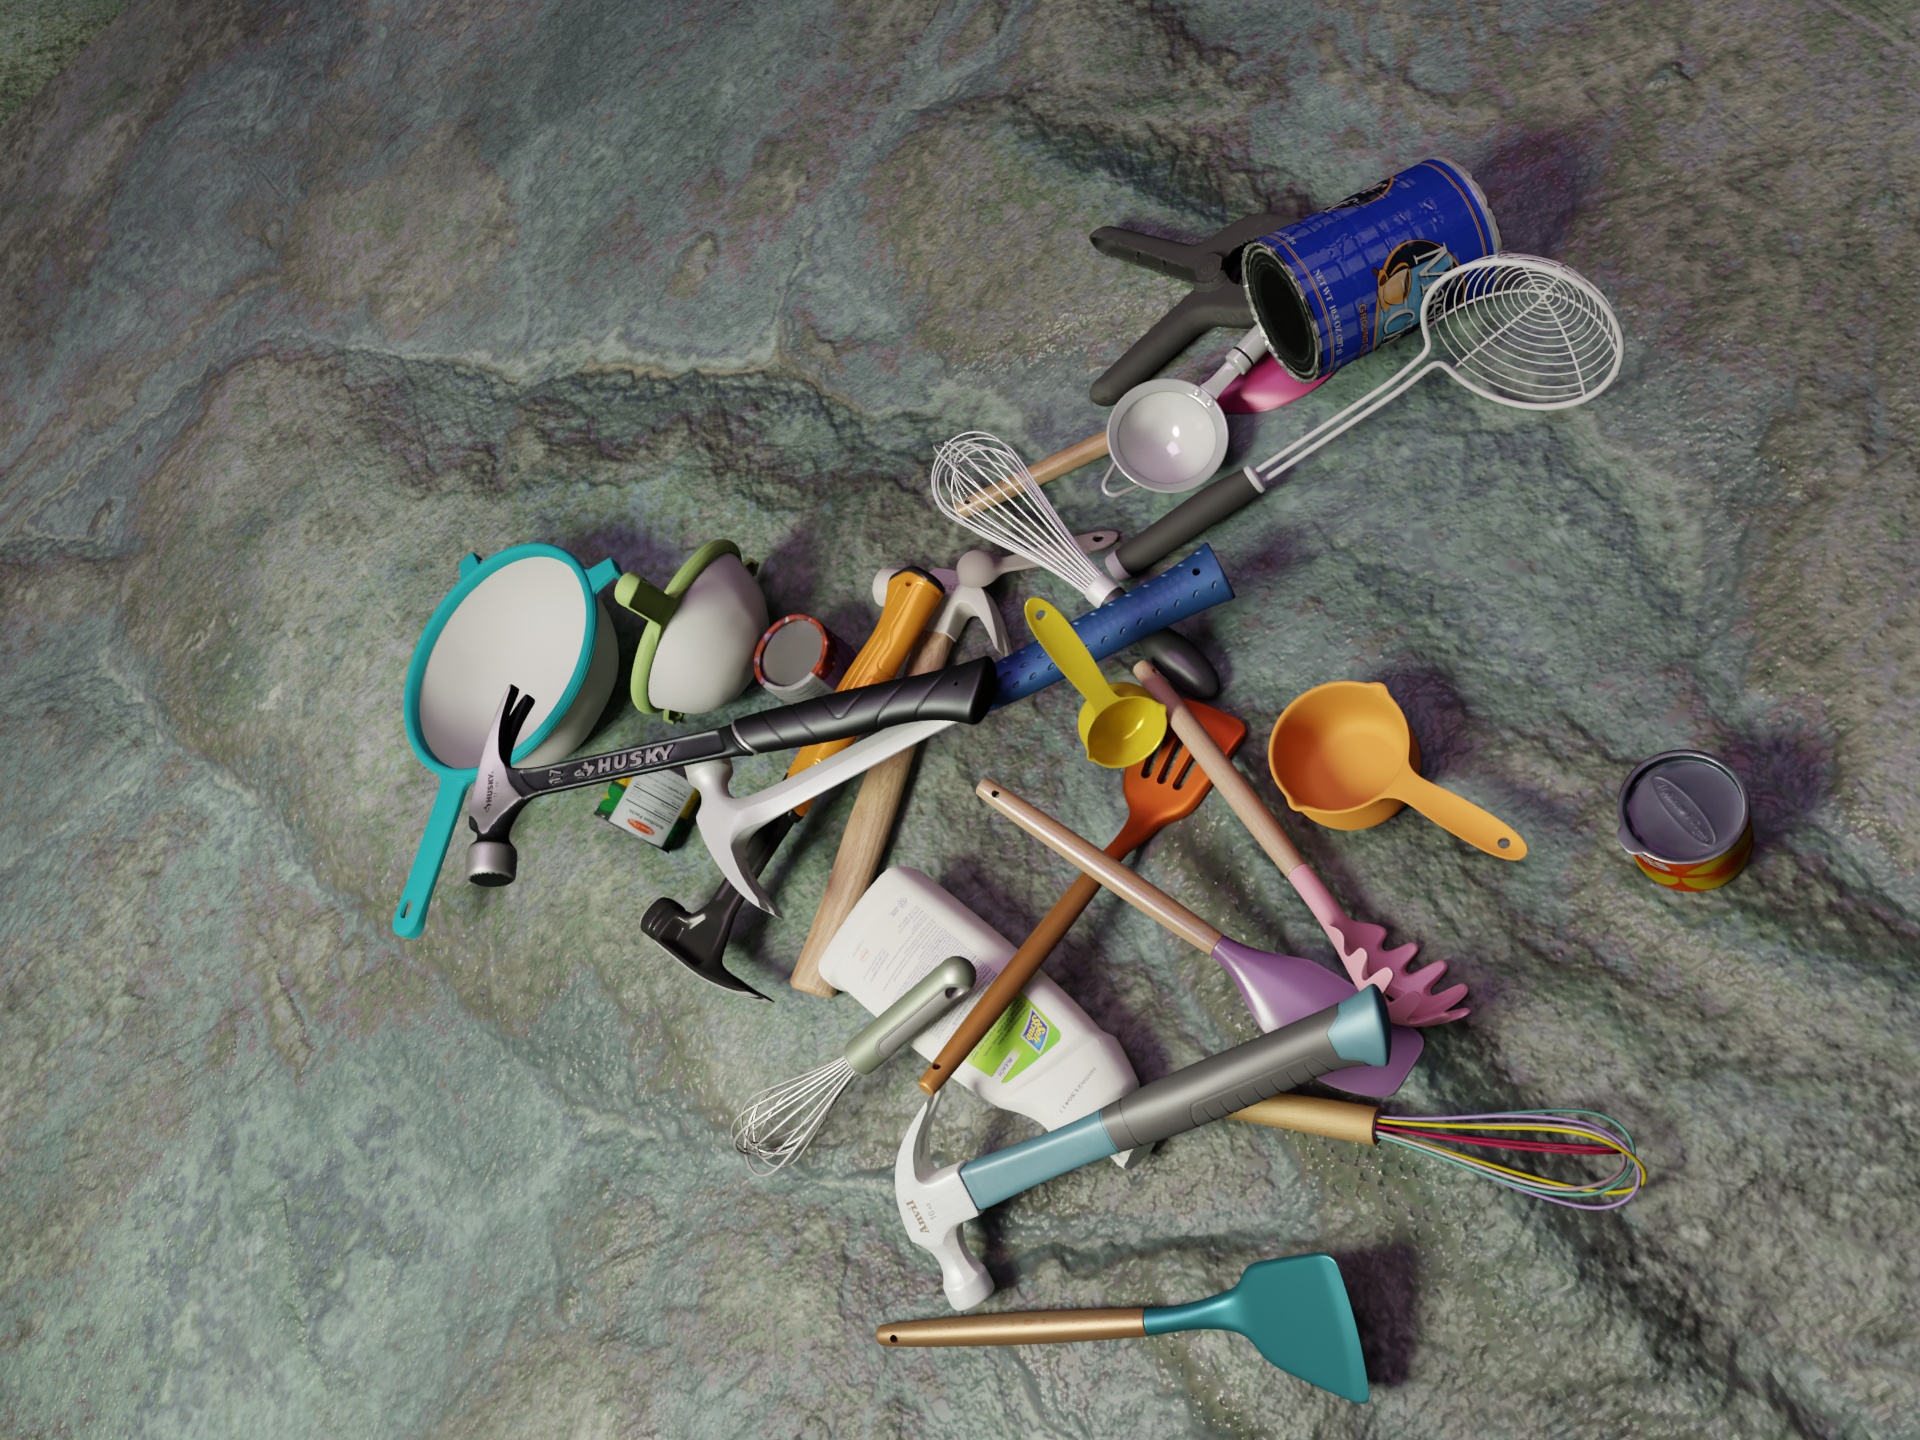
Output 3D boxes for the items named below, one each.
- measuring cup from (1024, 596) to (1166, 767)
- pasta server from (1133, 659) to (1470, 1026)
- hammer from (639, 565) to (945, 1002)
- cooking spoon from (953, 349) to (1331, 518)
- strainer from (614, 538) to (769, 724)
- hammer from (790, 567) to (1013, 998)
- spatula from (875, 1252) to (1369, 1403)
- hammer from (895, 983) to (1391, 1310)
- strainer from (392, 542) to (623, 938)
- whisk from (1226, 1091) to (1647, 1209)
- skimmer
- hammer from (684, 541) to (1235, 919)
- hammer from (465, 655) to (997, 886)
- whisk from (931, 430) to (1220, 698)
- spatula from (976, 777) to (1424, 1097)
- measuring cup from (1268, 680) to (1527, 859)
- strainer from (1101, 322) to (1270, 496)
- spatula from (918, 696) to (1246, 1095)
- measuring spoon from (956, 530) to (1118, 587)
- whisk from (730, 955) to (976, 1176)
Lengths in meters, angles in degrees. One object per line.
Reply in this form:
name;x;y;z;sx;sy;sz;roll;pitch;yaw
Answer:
measuring cup;0.080;-0.030;1.024;0.062;0.156;0.029;-35;35;6
pasta server;0.200;0.069;0.994;0.040;0.060;0.317;-55;51;30
hammer;-0.104;0.038;1.158;0.127;0.034;0.337;27;84;37
cooking spoon;0.137;-0.221;1.188;0.319;0.017;0.069;-23;58;18
strainer;-0.193;-0.066;1.189;0.069;0.256;0.151;27;87;7
hammer;-0.052;0.042;1.167;0.130;0.031;0.331;9;73;33
spatula;0.082;0.358;0.936;0.317;0.044;0.082;-14;89;26
hammer;0.102;0.236;0.930;0.331;0.033;0.128;-29;88;22
strainer;-0.376;0.024;1.322;0.211;0.095;0.340;6;73;34
whisk;0.257;0.230;0.899;0.245;0.047;0.051;2;70;34
skimmer;0.253;-0.180;1.058;0.363;0.127;0.090;-32;33;22
hammer;-0.002;-0.003;1.086;0.405;0.035;0.144;-27;61;11
hammer;-0.167;0.012;1.112;0.409;0.036;0.149;-12;64;18
whisk;0.080;-0.111;1.129;0.070;0.070;0.285;-47;68;3
spatula;0.136;0.126;0.982;0.316;0.018;0.060;34;85;19
measuring cup;0.271;0.044;0.970;0.174;0.052;0.095;34;87;34
strainer;0.195;-0.249;1.137;0.087;0.050;0.258;44;91;10
spatula;0.072;0.109;1.023;0.081;0.041;0.323;21;57;35
measuring spoon;0.055;-0.126;1.175;0.124;0.018;0.034;-13;47;9
whisk;-0.071;0.225;1.037;0.246;0.057;0.059;-44;41;30
